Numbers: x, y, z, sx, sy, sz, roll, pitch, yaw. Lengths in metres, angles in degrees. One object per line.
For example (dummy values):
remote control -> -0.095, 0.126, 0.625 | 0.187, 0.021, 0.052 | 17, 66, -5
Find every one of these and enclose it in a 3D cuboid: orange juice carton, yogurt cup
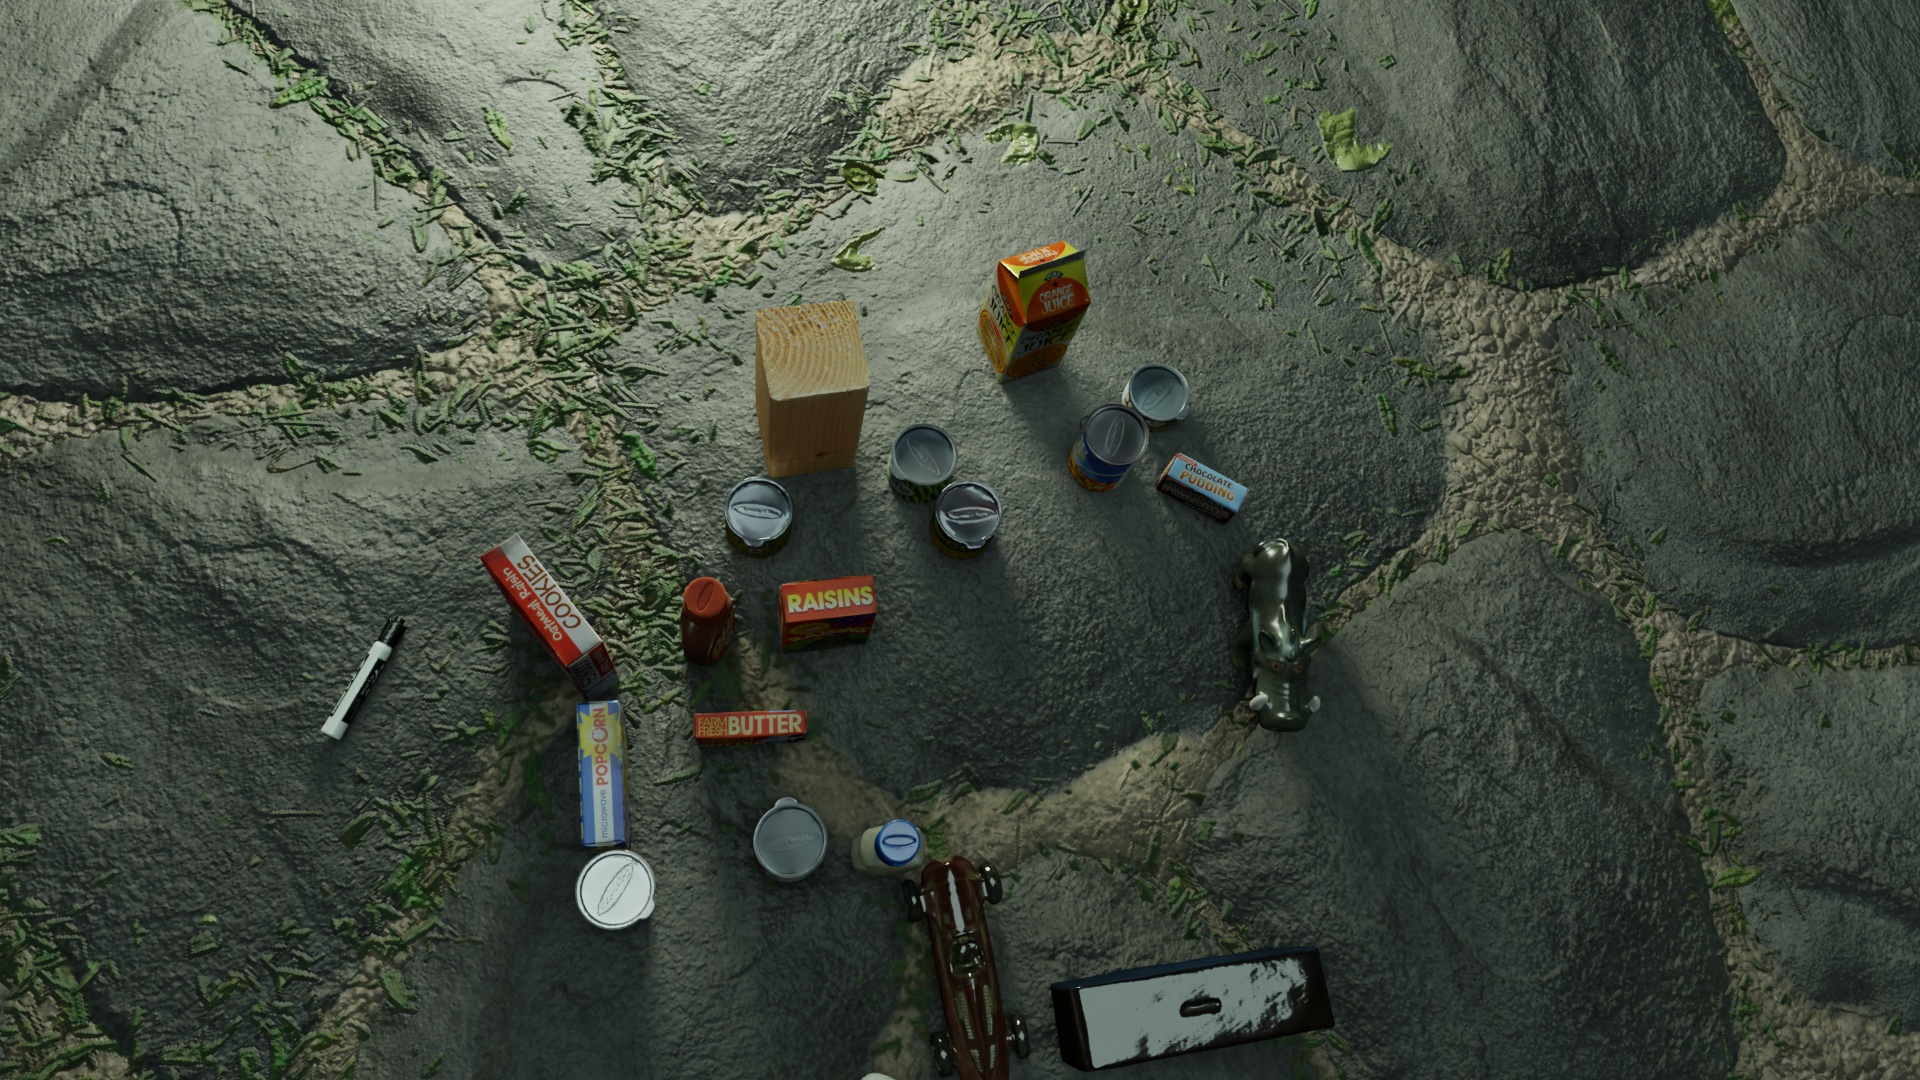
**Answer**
orange juice carton -> 0.073, -0.234, 1.388 | 0.072, 0.192, 0.073 | -19, 77, -14
yogurt cup -> -0.303, 0.309, 1.227 | 0.072, 0.053, 0.072 | 3, 72, -8

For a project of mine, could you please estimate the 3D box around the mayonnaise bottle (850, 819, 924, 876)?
mayonnaise bottle -> -0.061, 0.272, 1.227 | 0.065, 0.147, 0.041 | 0, 73, -9

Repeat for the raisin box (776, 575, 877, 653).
raisin box -> -0.126, 0.069, 1.295 | 0.086, 0.123, 0.040 | -6, 74, -10

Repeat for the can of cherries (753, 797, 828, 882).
can of cherries -> -0.155, 0.272, 1.260 | 0.071, 0.058, 0.071 | 3, 72, -8

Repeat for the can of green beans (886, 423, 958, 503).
can of green beans -> -0.039, -0.077, 1.391 | 0.071, 0.057, 0.071 | 3, 72, -8

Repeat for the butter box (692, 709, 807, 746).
butter box -> -0.195, 0.174, 1.288 | 0.103, 0.053, 0.024 | -1, 73, -9

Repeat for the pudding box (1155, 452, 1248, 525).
pudding box -> 0.249, -0.053, 1.432 | 0.084, 0.049, 0.030 | 29, 71, 1

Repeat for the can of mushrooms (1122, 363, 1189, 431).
can of mushrooms -> 0.207, -0.149, 1.465 | 0.071, 0.033, 0.071 | 3, 72, -8

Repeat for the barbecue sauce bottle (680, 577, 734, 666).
barbecue sauce bottle -> -0.231, 0.070, 1.266 | 0.044, 0.148, 0.065 | 21, 71, -2

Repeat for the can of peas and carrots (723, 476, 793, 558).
can of peas and carrots -> -0.196, -0.019, 1.347 | 0.071, 0.058, 0.071 | 3, 72, -8

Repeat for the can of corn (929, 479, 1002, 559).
can of corn -> 0.005, -0.017, 1.378 | 0.071, 0.058, 0.071 | 3, 72, -8

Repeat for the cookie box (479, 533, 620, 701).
cookie box -> -0.362, 0.073, 1.234 | 0.040, 0.167, 0.123 | -38, 82, -17

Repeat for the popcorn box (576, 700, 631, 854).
popcorn box -> -0.318, 0.212, 1.240 | 0.038, 0.085, 0.127 | -4, 73, -10

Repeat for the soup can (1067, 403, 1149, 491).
soup can -> 0.147, -0.094, 1.411 | 0.071, 0.083, 0.071 | 3, 72, -8
